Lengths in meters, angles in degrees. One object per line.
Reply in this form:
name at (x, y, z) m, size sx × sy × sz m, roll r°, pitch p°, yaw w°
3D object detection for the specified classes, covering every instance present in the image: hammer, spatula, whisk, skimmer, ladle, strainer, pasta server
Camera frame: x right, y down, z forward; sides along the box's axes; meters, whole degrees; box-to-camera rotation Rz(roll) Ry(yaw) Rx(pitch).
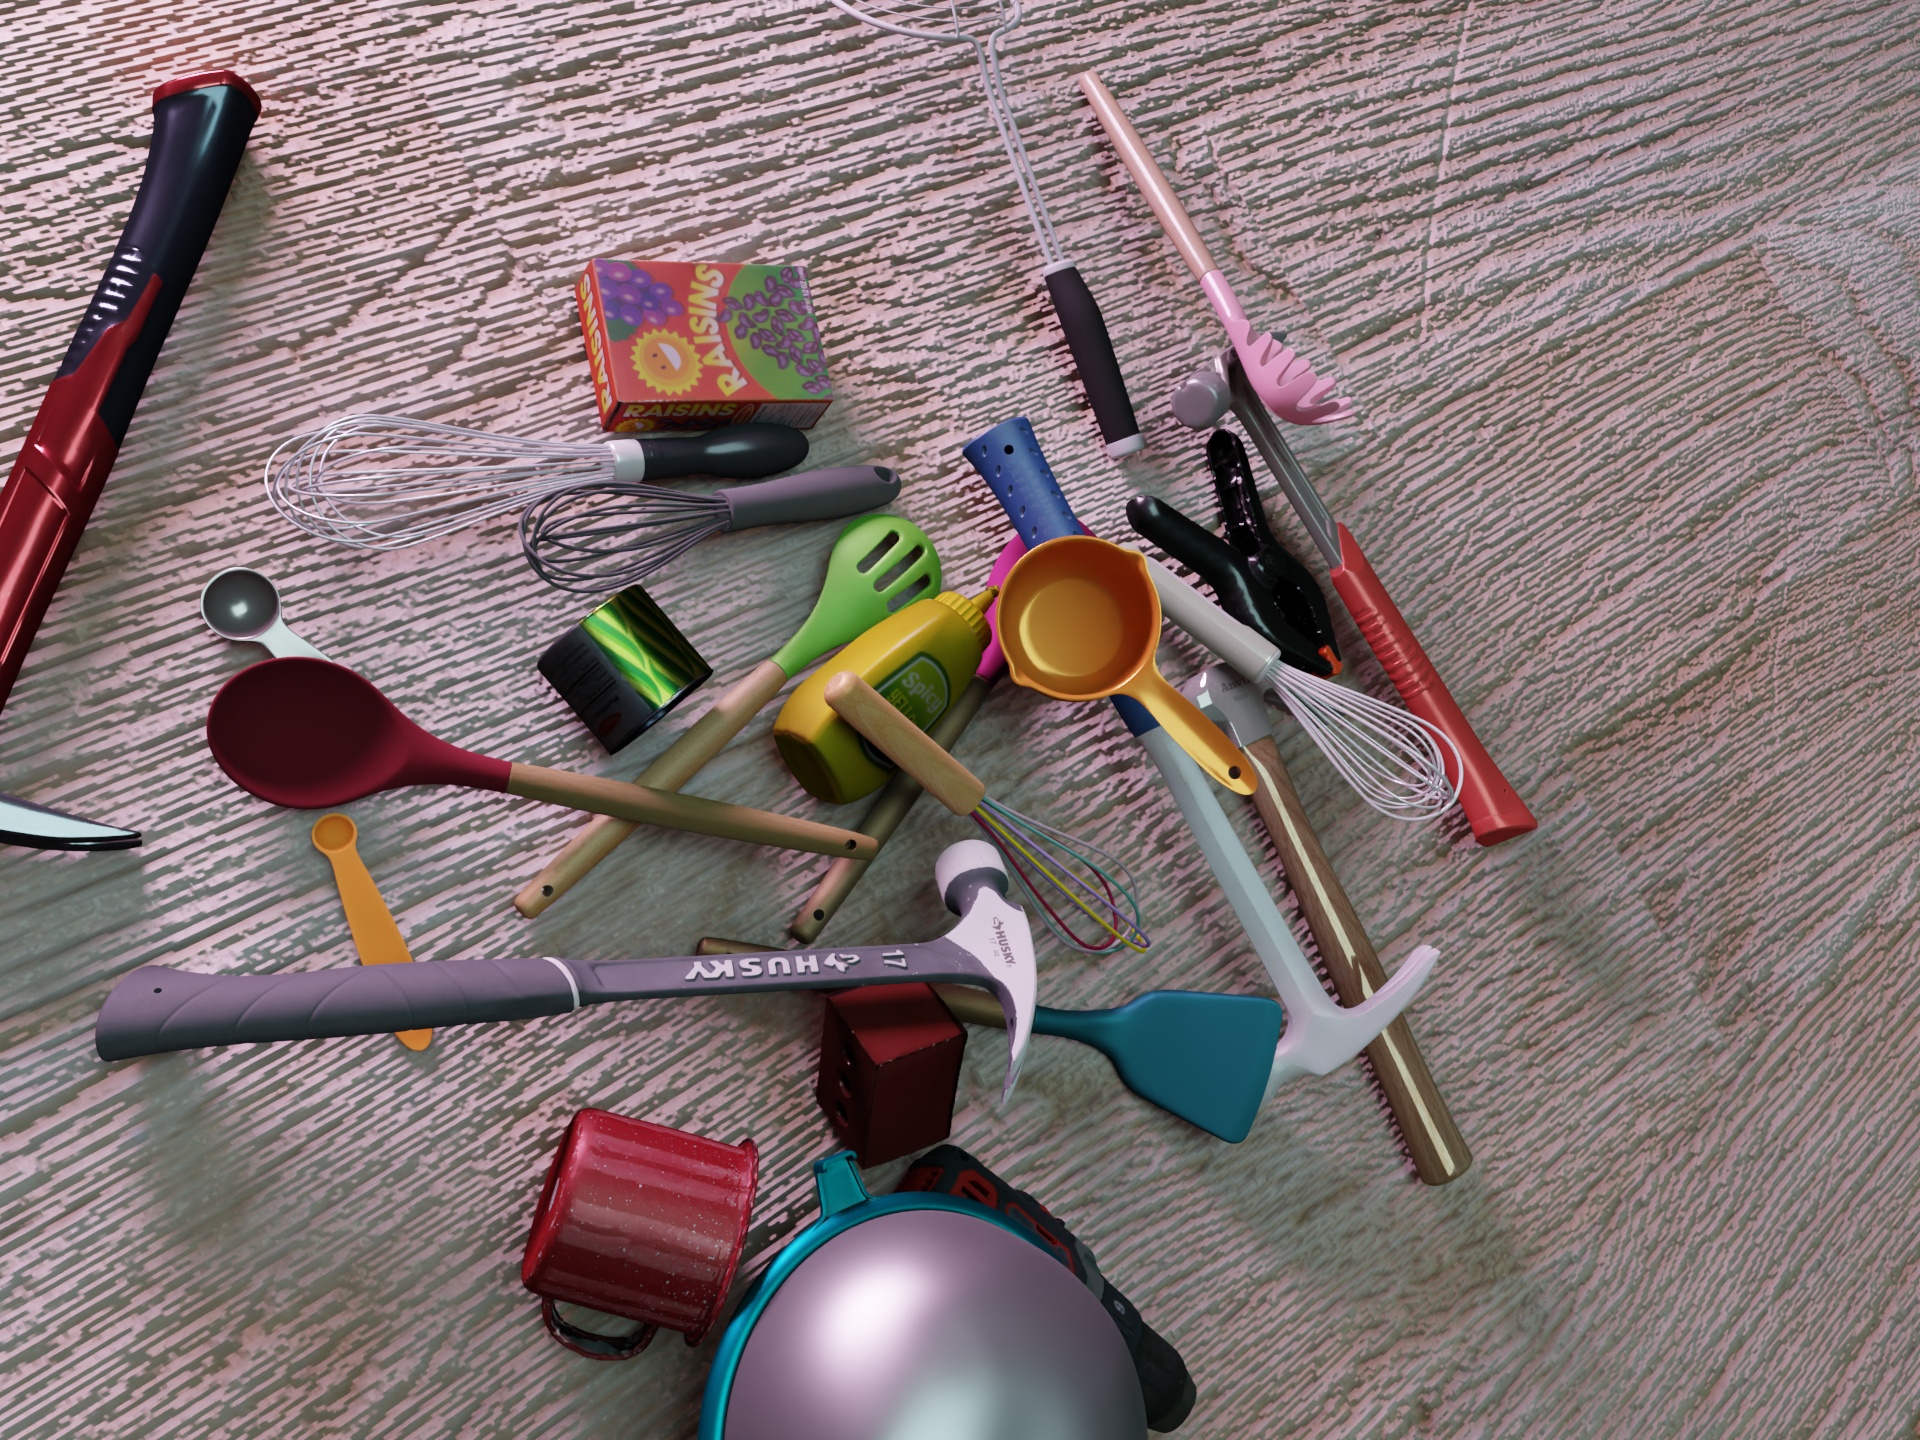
hammer at (-0.384, -0.133, 0.728) m, size 0.143 × 0.038 × 0.387 m, roll 20°, pitch 67°, yaw -21°
hammer at (0.223, 0.117, 0.952) m, size 0.130 × 0.031 × 0.331 m, roll -22°, pitch 86°, yaw -29°
spatula at (0.017, 0.153, 0.833) m, size 0.317 × 0.044 × 0.082 m, roll 15°, pitch 93°, yaw -20°
whisk at (-0.202, -0.128, 0.809) m, size 0.284 × 0.070 × 0.070 m, roll -11°, pitch 80°, yaw -33°
skimmer at (0.023, -0.330, 0.992) m, size 0.127 × 0.090 × 0.363 m, roll -25°, pitch 97°, yaw -33°
whisk at (0.187, -0.027, 0.932) m, size 0.246 × 0.057 × 0.059 m, roll 38°, pitch 88°, yaw 10°
whisk at (0.018, 0.053, 0.837) m, size 0.244 × 0.051 × 0.047 m, roll 42°, pitch 38°, yaw -27°
ladle at (-0.189, 0.031, 0.761) m, size 0.315 × 0.031 × 0.069 m, roll 13°, pitch 87°, yaw -17°
strainer at (0.056, 0.336, 0.685) m, size 0.340 × 0.095 × 0.211 m, roll 31°, pitch 58°, yaw -15°
hammer at (-0.160, 0.122, 0.715) m, size 0.409 × 0.036 × 0.149 m, roll -2°, pitch 37°, yaw -15°
hammer at (0.260, -0.080, 1.009) m, size 0.359 × 0.036 × 0.149 m, roll 57°, pitch 38°, yaw -4°
whisk at (-0.122, -0.108, 0.832) m, size 0.239 × 0.055 × 0.055 m, roll -18°, pitch 83°, yaw -40°
hammer at (0.121, 0.011, 0.899) m, size 0.144 × 0.035 × 0.405 m, roll -28°, pitch 87°, yaw -1°
pasta server at (0.150, -0.301, 0.994) m, size 0.060 × 0.040 × 0.316 m, roll 11°, pitch 48°, yaw -52°

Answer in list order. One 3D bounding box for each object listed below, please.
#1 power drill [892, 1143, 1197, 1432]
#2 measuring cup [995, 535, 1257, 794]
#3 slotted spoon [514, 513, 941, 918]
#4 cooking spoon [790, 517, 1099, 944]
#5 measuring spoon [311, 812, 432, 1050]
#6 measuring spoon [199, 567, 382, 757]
power drill at (0.002, 0.343, 0.753) m, size 0.188 × 0.080 × 0.227 m, roll 43°, pitch 58°, yaw -9°
measuring cup at (0.092, -0.023, 0.858) m, size 0.173 × 0.052 × 0.095 m, roll 45°, pitch 89°, yaw 1°
slotted spoon at (-0.112, -0.008, 0.830) m, size 0.314 × 0.031 × 0.070 m, roll -46°, pitch 105°, yaw -28°
cooking spoon at (-0.001, -0.003, 0.886) m, size 0.068 × 0.017 × 0.319 m, roll 41°, pitch 61°, yaw -10°
measuring spoon at (-0.270, 0.098, 0.732) m, size 0.021 × 0.011 × 0.117 m, roll -22°, pitch 89°, yaw -24°
measuring spoon at (-0.304, -0.022, 0.750) m, size 0.124 × 0.018 × 0.034 m, roll 46°, pitch 72°, yaw -14°
